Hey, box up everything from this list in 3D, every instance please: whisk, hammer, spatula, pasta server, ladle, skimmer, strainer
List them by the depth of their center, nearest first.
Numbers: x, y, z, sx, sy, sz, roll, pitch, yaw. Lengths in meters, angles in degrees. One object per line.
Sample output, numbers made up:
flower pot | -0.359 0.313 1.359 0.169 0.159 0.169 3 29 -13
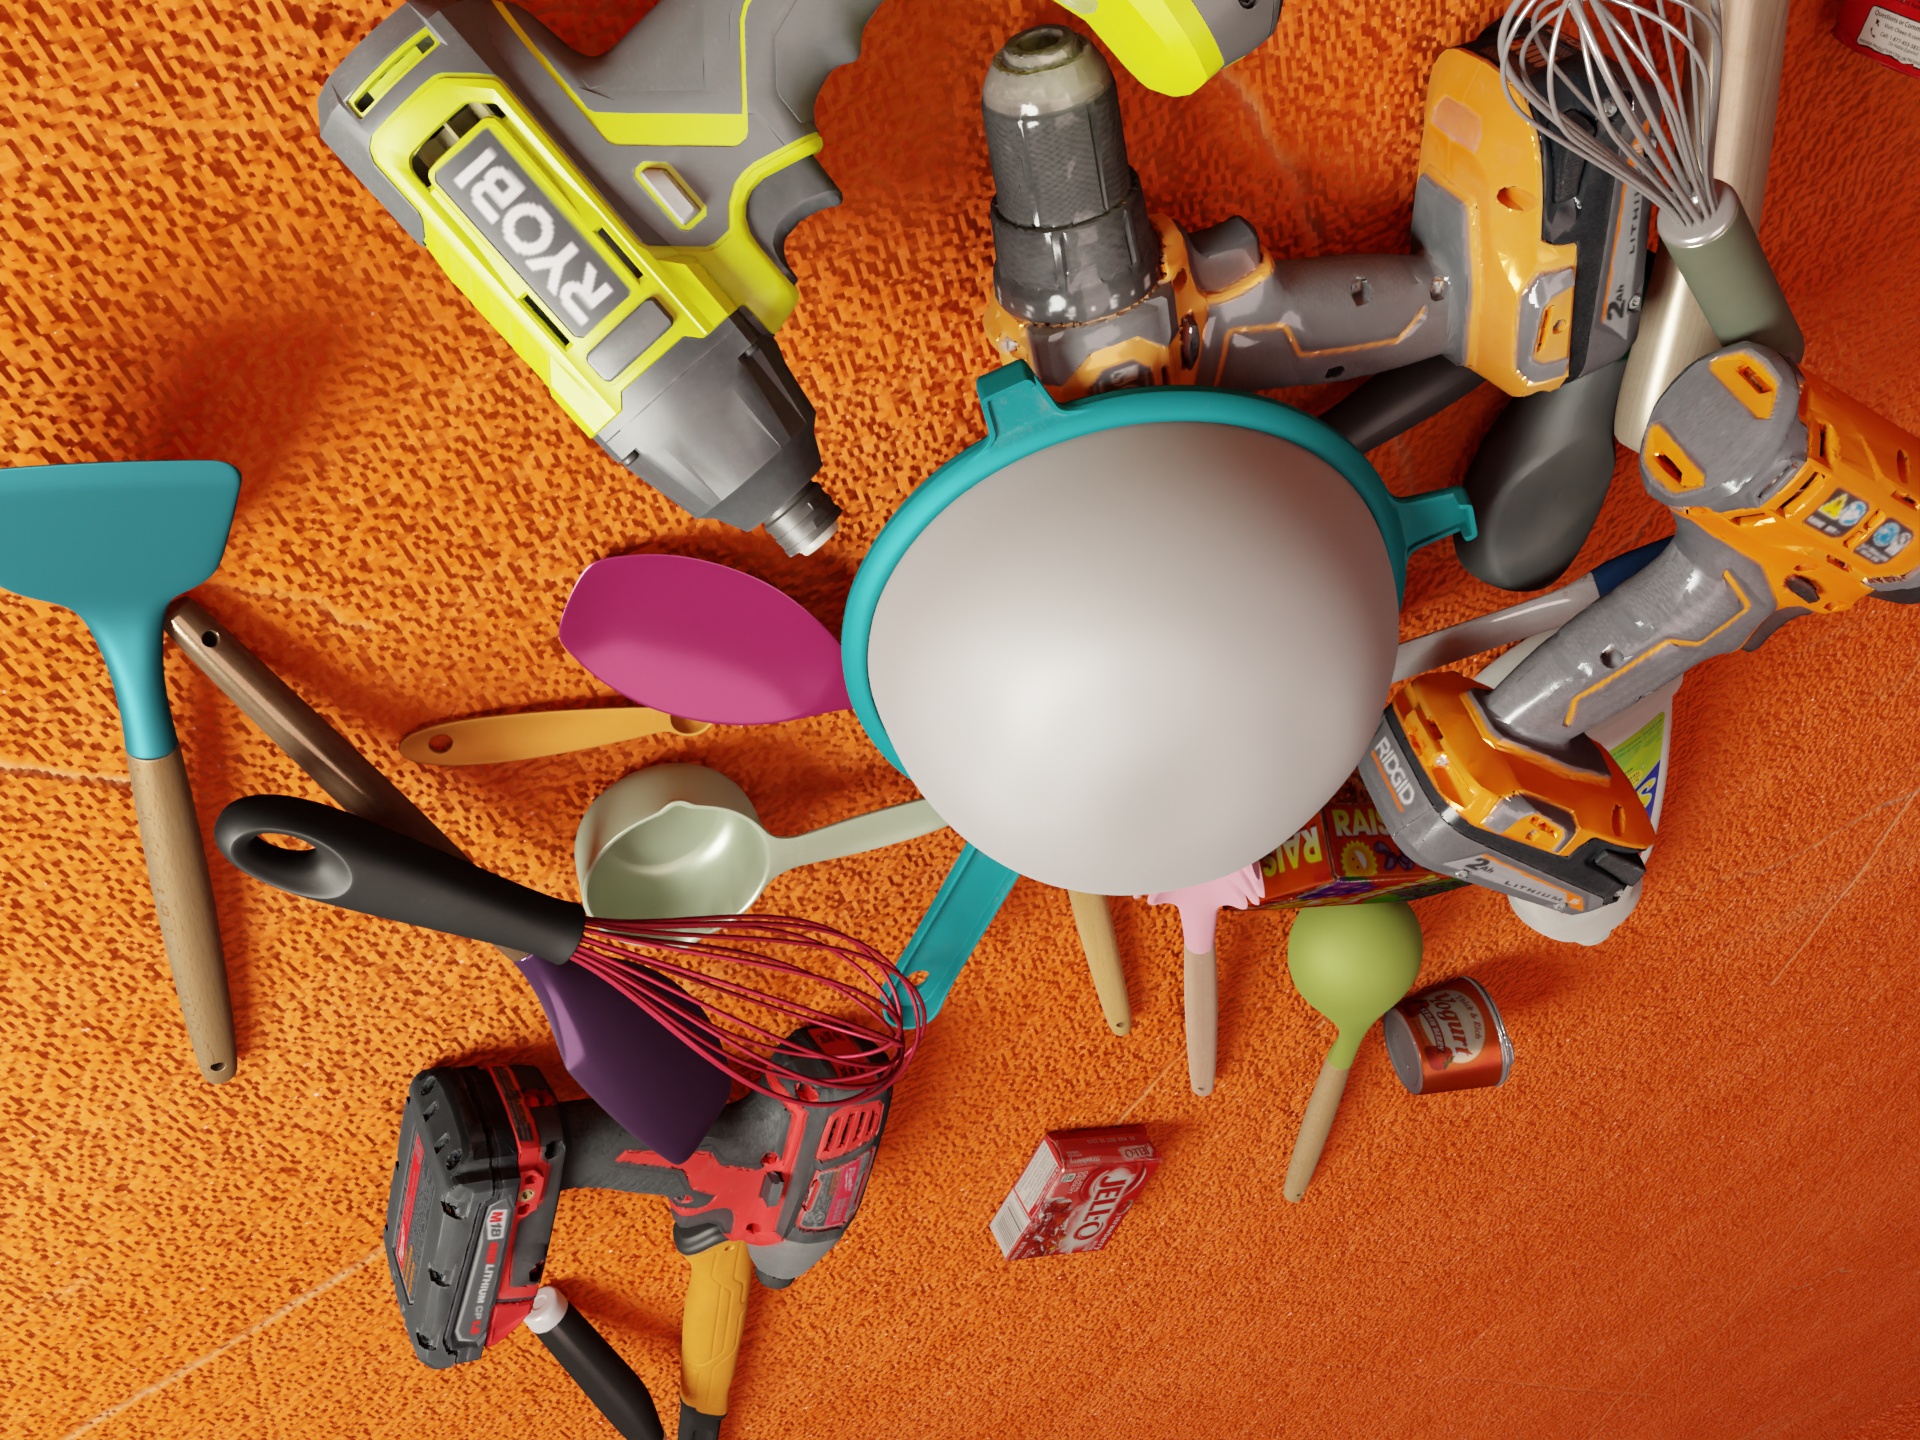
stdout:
whisk | 0.233 -0.167 0.509 0.058 0.059 0.246 -22 152 32
hammer | 0.267 -0.269 0.526 0.146 0.038 0.410 -22 129 -10
spatula | -0.266 0.034 0.528 0.082 0.044 0.317 -8 136 -22
whisk | -0.129 0.085 0.595 0.295 0.073 0.073 26 113 -34
strainer | 0.043 0.040 0.598 0.211 0.095 0.340 11 130 -22
spatula | -0.179 0.068 0.600 0.060 0.018 0.315 -58 132 -28
whisk | 0.132 -0.101 0.633 0.239 0.055 0.055 -33 136 -4
hammer | 0.260 -0.053 0.678 0.405 0.035 0.143 -19 135 10
ladle | 0.057 0.065 0.750 0.069 0.031 0.315 -14 137 3
pasta server | 0.121 0.131 0.808 0.060 0.040 0.315 2 145 10
skimmer | -0.162 0.460 0.884 0.090 0.127 0.363 -46 124 -33
hammer | -0.139 0.379 0.919 0.127 0.034 0.336 -7 131 -22
ladle | 0.218 0.207 0.960 0.078 0.062 0.319 -19 141 -15

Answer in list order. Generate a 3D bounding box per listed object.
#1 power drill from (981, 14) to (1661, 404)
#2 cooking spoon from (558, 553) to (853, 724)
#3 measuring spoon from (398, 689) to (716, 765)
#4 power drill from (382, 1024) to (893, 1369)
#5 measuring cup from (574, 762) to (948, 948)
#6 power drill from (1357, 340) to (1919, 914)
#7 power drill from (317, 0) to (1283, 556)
power drill | 0.115 -0.167 0.542 0.226 0.084 0.185 -21 134 -4
cooking spoon | -0.001 -0.002 0.632 0.318 0.017 0.068 17 122 -25
measuring spoon | -0.150 0.001 0.598 0.117 0.011 0.021 -7 125 -18
power drill | -0.143 0.218 0.737 0.219 0.079 0.143 1 118 -33
measuring cup | -0.076 0.042 0.653 0.167 0.038 0.083 -13 133 -21
power drill | 0.286 -0.025 0.630 0.164 0.084 0.226 18 126 -26
power drill | -0.031 -0.166 0.427 0.223 0.080 0.171 -40 105 8
